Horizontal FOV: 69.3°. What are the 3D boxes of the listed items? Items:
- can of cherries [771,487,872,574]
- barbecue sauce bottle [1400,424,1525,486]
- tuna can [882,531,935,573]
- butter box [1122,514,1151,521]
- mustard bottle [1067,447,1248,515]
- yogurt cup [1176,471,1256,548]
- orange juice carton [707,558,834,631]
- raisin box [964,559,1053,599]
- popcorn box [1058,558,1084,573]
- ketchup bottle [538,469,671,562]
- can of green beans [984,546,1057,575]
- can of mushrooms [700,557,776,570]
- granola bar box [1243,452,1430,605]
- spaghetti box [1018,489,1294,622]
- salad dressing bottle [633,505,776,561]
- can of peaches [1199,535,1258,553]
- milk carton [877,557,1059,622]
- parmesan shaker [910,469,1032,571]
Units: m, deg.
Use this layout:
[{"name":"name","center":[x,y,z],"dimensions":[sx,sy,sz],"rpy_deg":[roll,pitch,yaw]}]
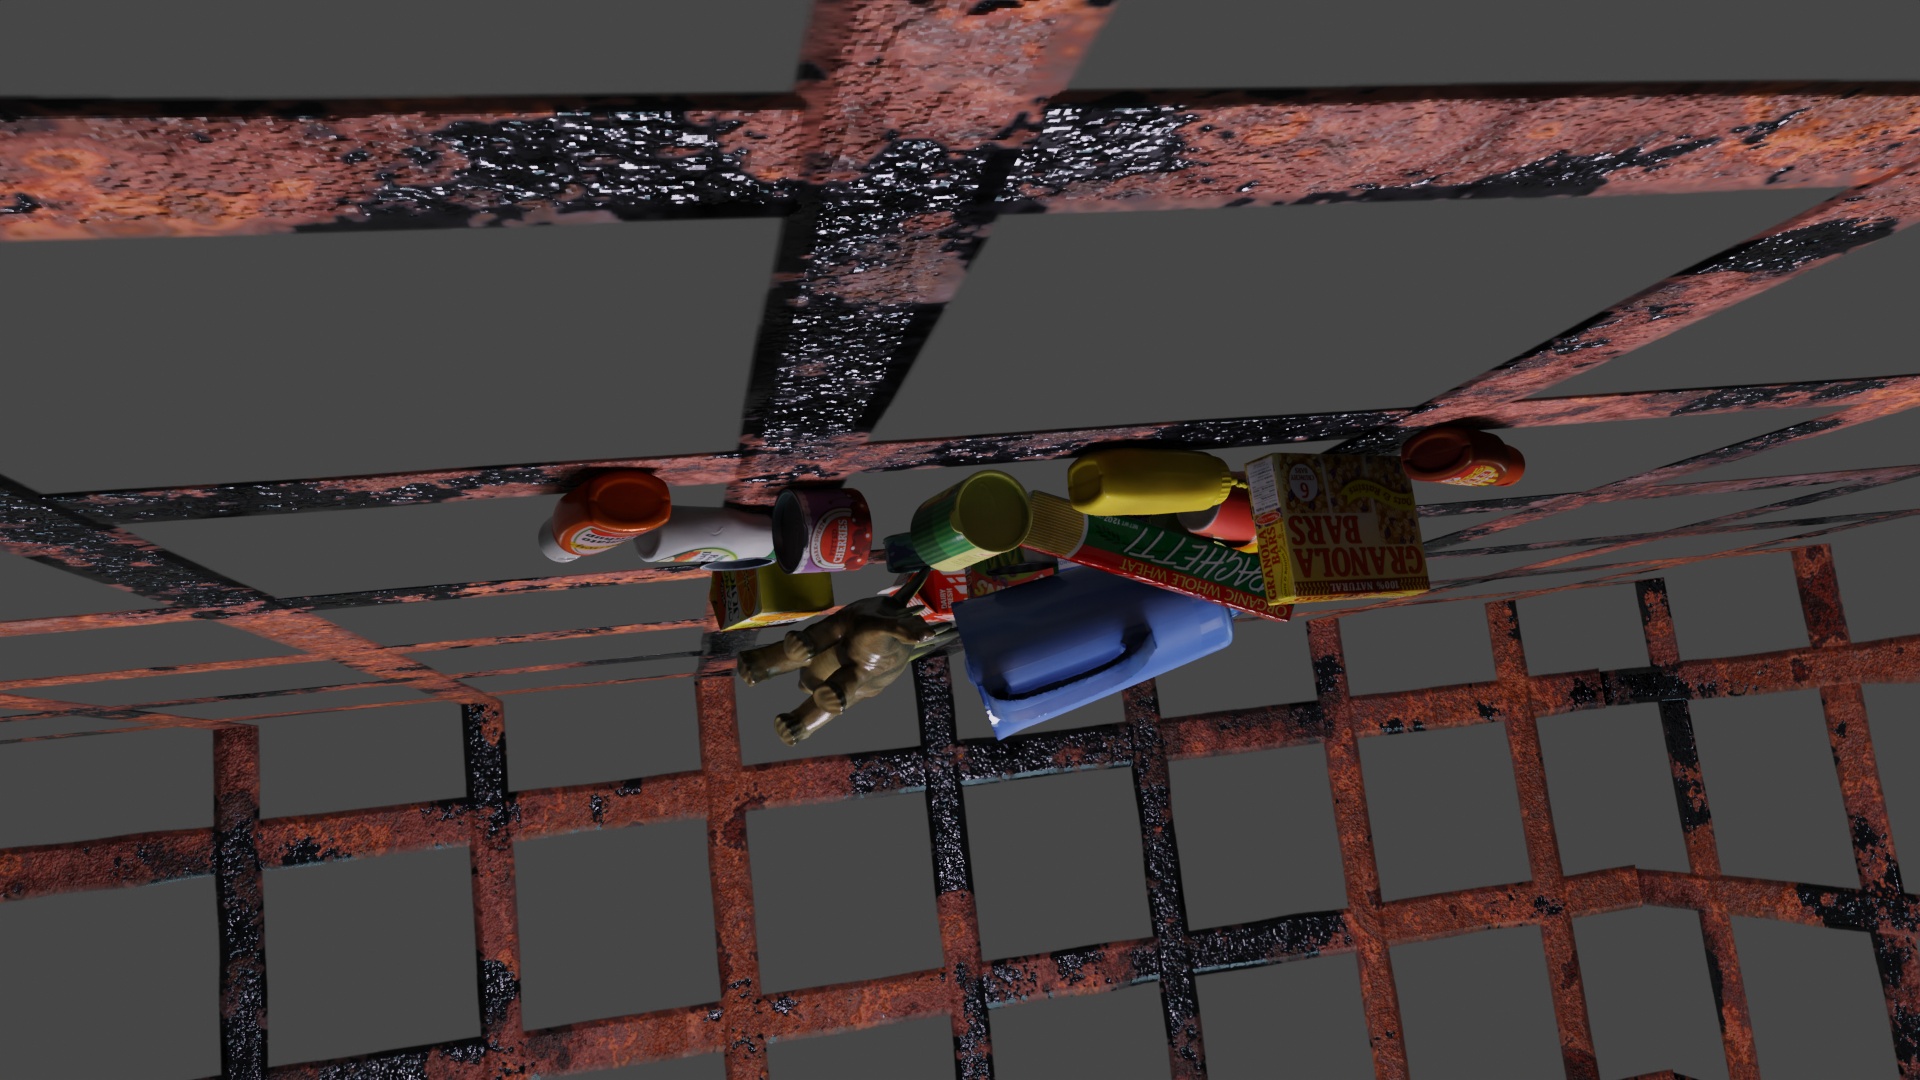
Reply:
[{"name":"can of cherries","center":[-0.107,-0.007,1.076],"dimensions":[0.058,0.071,0.071],"rpy_deg":[-2,170,-29]},{"name":"barbecue sauce bottle","center":[0.428,-0.068,1.163],"dimensions":[0.064,0.044,0.149],"rpy_deg":[-15,168,40]},{"name":"tuna can","center":[-0.044,0.012,1.373],"dimensions":[0.071,0.033,0.071],"rpy_deg":[-7,171,-1]},{"name":"butter box","center":[0.145,-0.024,1.305],"dimensions":[0.053,0.024,0.103],"rpy_deg":[-6,172,-5]},{"name":"mustard bottle","center":[0.161,-0.046,1.086],"dimensions":[0.160,0.049,0.065],"rpy_deg":[-2,171,-32]},{"name":"yogurt cup","center":[0.223,-0.030,1.199],"dimensions":[0.054,0.072,0.072],"rpy_deg":[10,163,-35]},{"name":"orange juice carton","center":[-0.189,0.045,1.346],"dimensions":[0.072,0.073,0.192],"rpy_deg":[-4,172,-25]},{"name":"raisin box","center":[0.051,0.049,1.391],"dimensions":[0.086,0.123,0.040],"rpy_deg":[-4,171,-13]},{"name":"popcorn box","center":[0.167,0.018,1.560],"dimensions":[0.126,0.038,0.085],"rpy_deg":[-13,169,36]},{"name":"ketchup bottle","center":[-0.262,-0.015,0.994],"dimensions":[0.065,0.043,0.148],"rpy_deg":[-1,170,-34]},{"name":"can of green beans","center":[0.052,-0.002,1.269],"dimensions":[0.071,0.058,0.071],"rpy_deg":[-7,171,-1]},{"name":"can of mushrooms","center":[-0.195,0.005,1.212],"dimensions":[0.071,0.033,0.071],"rpy_deg":[-6,172,-1]},{"name":"granola bar box","center":[0.324,-0.011,1.193],"dimensions":[0.166,0.124,0.039],"rpy_deg":[-1,168,-32]},{"name":"spaghetti box","center":[0.172,0.014,1.198],"dimensions":[0.250,0.050,0.028],"rpy_deg":[16,176,-4]},{"name":"salad dressing bottle","center":[-0.188,-0.004,1.116],"dimensions":[0.148,0.044,0.064],"rpy_deg":[1,170,-44]},{"name":"can of peaches","center":[0.253,-0.018,1.278],"dimensions":[0.058,0.071,0.071],"rpy_deg":[-5,171,-3]},{"name":"milk carton","center":[0.009,0.047,1.516],"dimensions":[0.191,0.073,0.072],"rpy_deg":[-3,170,-21]},{"name":"parmesan shaker","center":[0.004,-0.014,1.122],"dimensions":[0.071,0.071,0.103],"rpy_deg":[-3,171,-24]}]
